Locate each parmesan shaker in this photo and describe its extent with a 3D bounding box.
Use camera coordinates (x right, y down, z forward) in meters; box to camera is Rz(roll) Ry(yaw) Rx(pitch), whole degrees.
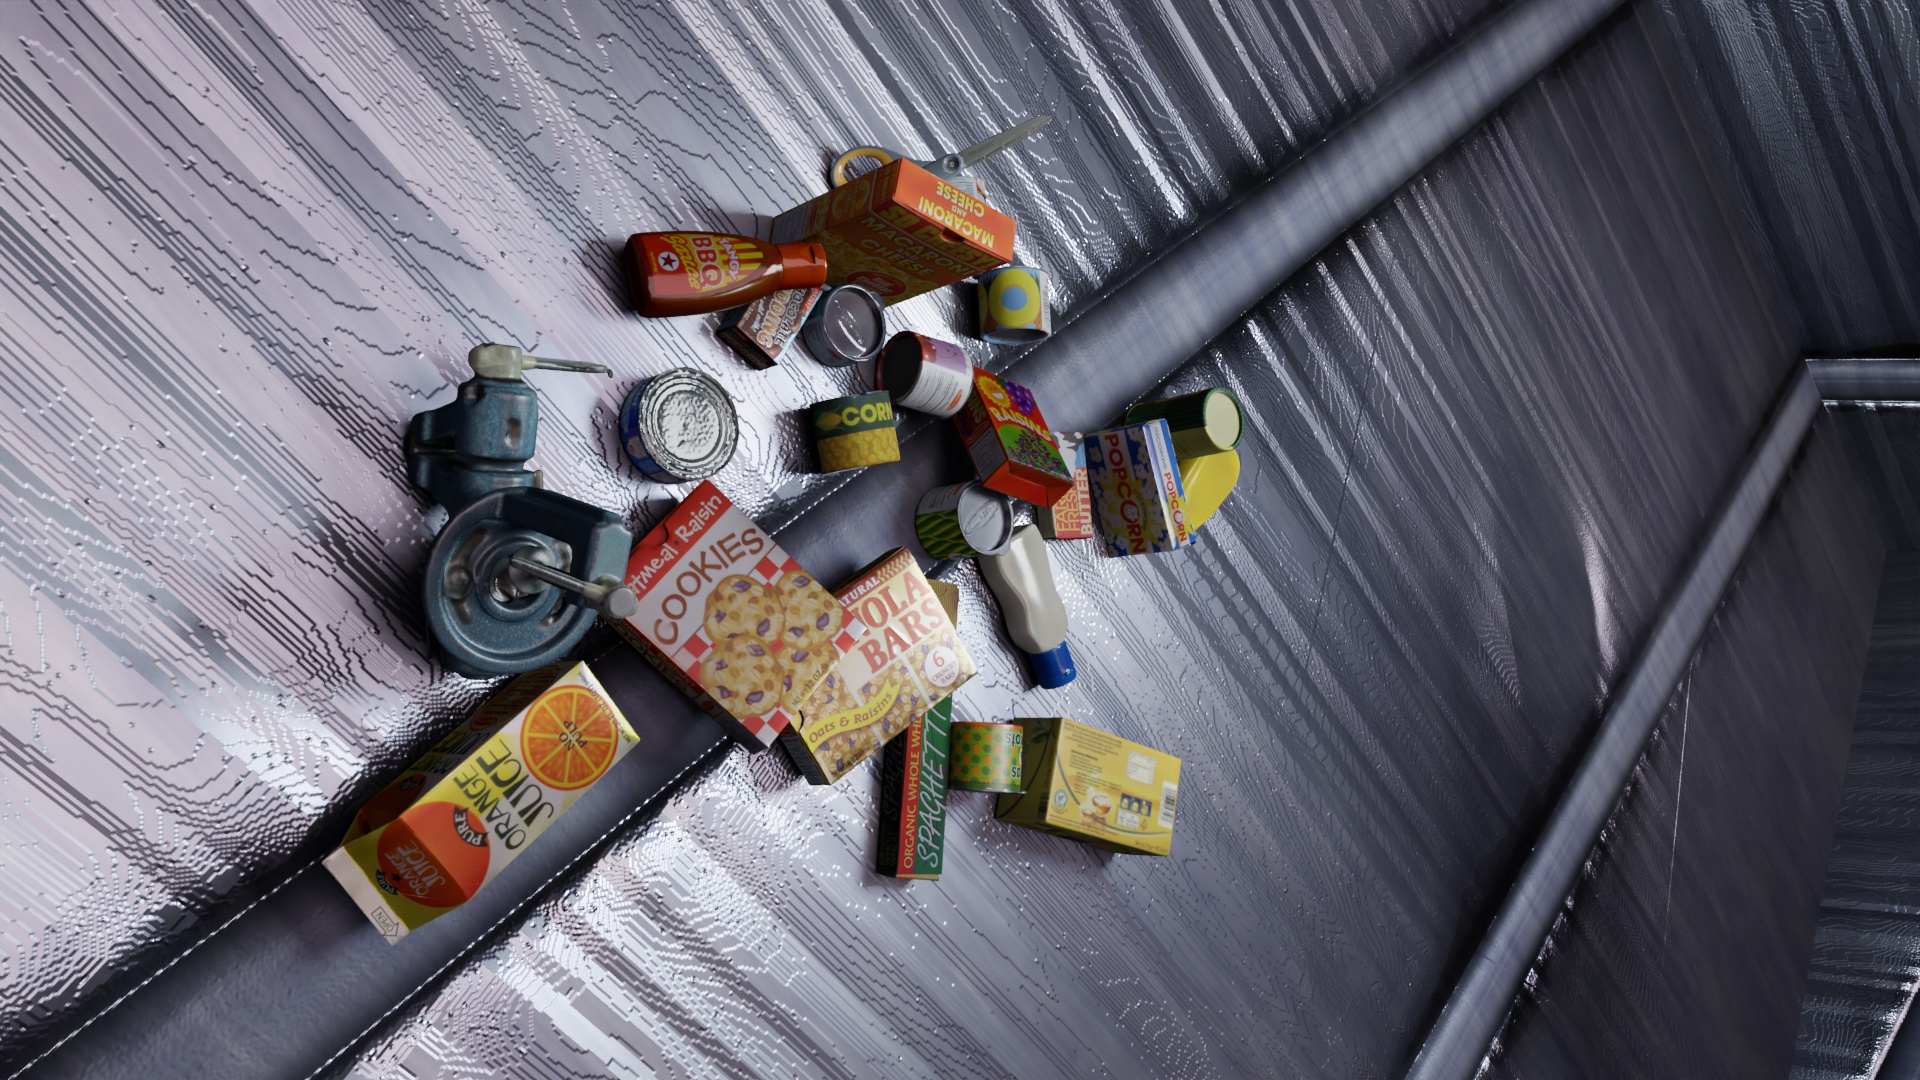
[{"bbox_3d":[0.226,-0.113,1.395,0.071,0.103,0.071,7,79,-41],"label":"parmesan shaker"}]

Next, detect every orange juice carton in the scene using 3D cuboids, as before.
[{"bbox_3d":[-0.309,0.165,0.894,0.194,0.073,0.071,-45,114,-36],"label":"orange juice carton"}]

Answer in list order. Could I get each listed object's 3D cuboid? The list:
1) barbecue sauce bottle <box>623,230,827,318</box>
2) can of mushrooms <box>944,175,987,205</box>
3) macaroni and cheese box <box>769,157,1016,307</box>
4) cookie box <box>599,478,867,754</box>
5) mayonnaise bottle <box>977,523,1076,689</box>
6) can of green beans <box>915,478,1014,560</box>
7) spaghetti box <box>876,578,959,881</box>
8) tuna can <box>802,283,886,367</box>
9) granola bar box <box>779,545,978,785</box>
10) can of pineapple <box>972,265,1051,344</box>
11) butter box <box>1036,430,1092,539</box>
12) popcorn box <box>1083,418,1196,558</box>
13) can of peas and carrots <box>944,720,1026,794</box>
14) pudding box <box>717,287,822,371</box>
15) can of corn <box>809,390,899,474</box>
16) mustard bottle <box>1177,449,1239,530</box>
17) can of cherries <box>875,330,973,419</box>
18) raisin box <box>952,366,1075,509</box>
[{"bbox_3d":[-0.177,-0.207,1.062,0.149,0.043,0.065,-10,74,-27],"label":"barbecue sauce bottle"},{"bbox_3d":[-0.009,-0.299,1.239,0.071,0.071,0.033,-6,87,-42],"label":"can of mushrooms"},{"bbox_3d":[-0.056,-0.242,1.118,0.124,0.166,0.040,19,72,-39],"label":"macaroni and cheese box"},{"bbox_3d":[-0.170,0.055,1.021,0.167,0.040,0.123,44,60,-8],"label":"cookie box"},{"bbox_3d":[0.066,0.063,1.268,0.065,0.041,0.147,-29,104,-39],"label":"mayonnaise bottle"},{"bbox_3d":[0.003,-0.017,1.211,0.071,0.057,0.071,7,79,-41],"label":"can of green beans"},{"bbox_3d":[-0.035,0.158,1.170,0.050,0.028,0.250,13,75,-39],"label":"spaghetti box"},{"bbox_3d":[-0.096,-0.181,1.163,0.071,0.032,0.071,7,79,-41],"label":"tuna can"},{"bbox_3d":[-0.080,0.098,1.108,0.166,0.039,0.124,-35,100,-31],"label":"granola bar box"},{"bbox_3d":[0.047,-0.215,1.277,0.071,0.071,0.058,2,83,-42],"label":"can of pineapple"},{"bbox_3d":[0.096,-0.052,1.323,0.053,0.024,0.103,-2,85,-41],"label":"butter box"},{"bbox_3d":[0.172,-0.050,1.349,0.038,0.085,0.126,-20,97,-41],"label":"popcorn box"},{"bbox_3d":[0.022,0.186,1.190,0.071,0.071,0.059,12,75,-40],"label":"can of peas and carrots"},{"bbox_3d":[-0.152,-0.183,1.115,0.049,0.030,0.084,44,58,-29],"label":"pudding box"},{"bbox_3d":[-0.085,-0.088,1.135,0.071,0.071,0.058,-13,93,-42],"label":"can of corn"},{"bbox_3d":[0.232,-0.045,1.427,0.161,0.048,0.065,-50,117,-34],"label":"mustard bottle"},{"bbox_3d":[-0.033,-0.144,1.196,0.058,0.071,0.071,11,77,-40],"label":"can of cherries"},{"bbox_3d":[0.041,-0.093,1.229,0.086,0.040,0.124,17,39,-40],"label":"raisin box"}]
